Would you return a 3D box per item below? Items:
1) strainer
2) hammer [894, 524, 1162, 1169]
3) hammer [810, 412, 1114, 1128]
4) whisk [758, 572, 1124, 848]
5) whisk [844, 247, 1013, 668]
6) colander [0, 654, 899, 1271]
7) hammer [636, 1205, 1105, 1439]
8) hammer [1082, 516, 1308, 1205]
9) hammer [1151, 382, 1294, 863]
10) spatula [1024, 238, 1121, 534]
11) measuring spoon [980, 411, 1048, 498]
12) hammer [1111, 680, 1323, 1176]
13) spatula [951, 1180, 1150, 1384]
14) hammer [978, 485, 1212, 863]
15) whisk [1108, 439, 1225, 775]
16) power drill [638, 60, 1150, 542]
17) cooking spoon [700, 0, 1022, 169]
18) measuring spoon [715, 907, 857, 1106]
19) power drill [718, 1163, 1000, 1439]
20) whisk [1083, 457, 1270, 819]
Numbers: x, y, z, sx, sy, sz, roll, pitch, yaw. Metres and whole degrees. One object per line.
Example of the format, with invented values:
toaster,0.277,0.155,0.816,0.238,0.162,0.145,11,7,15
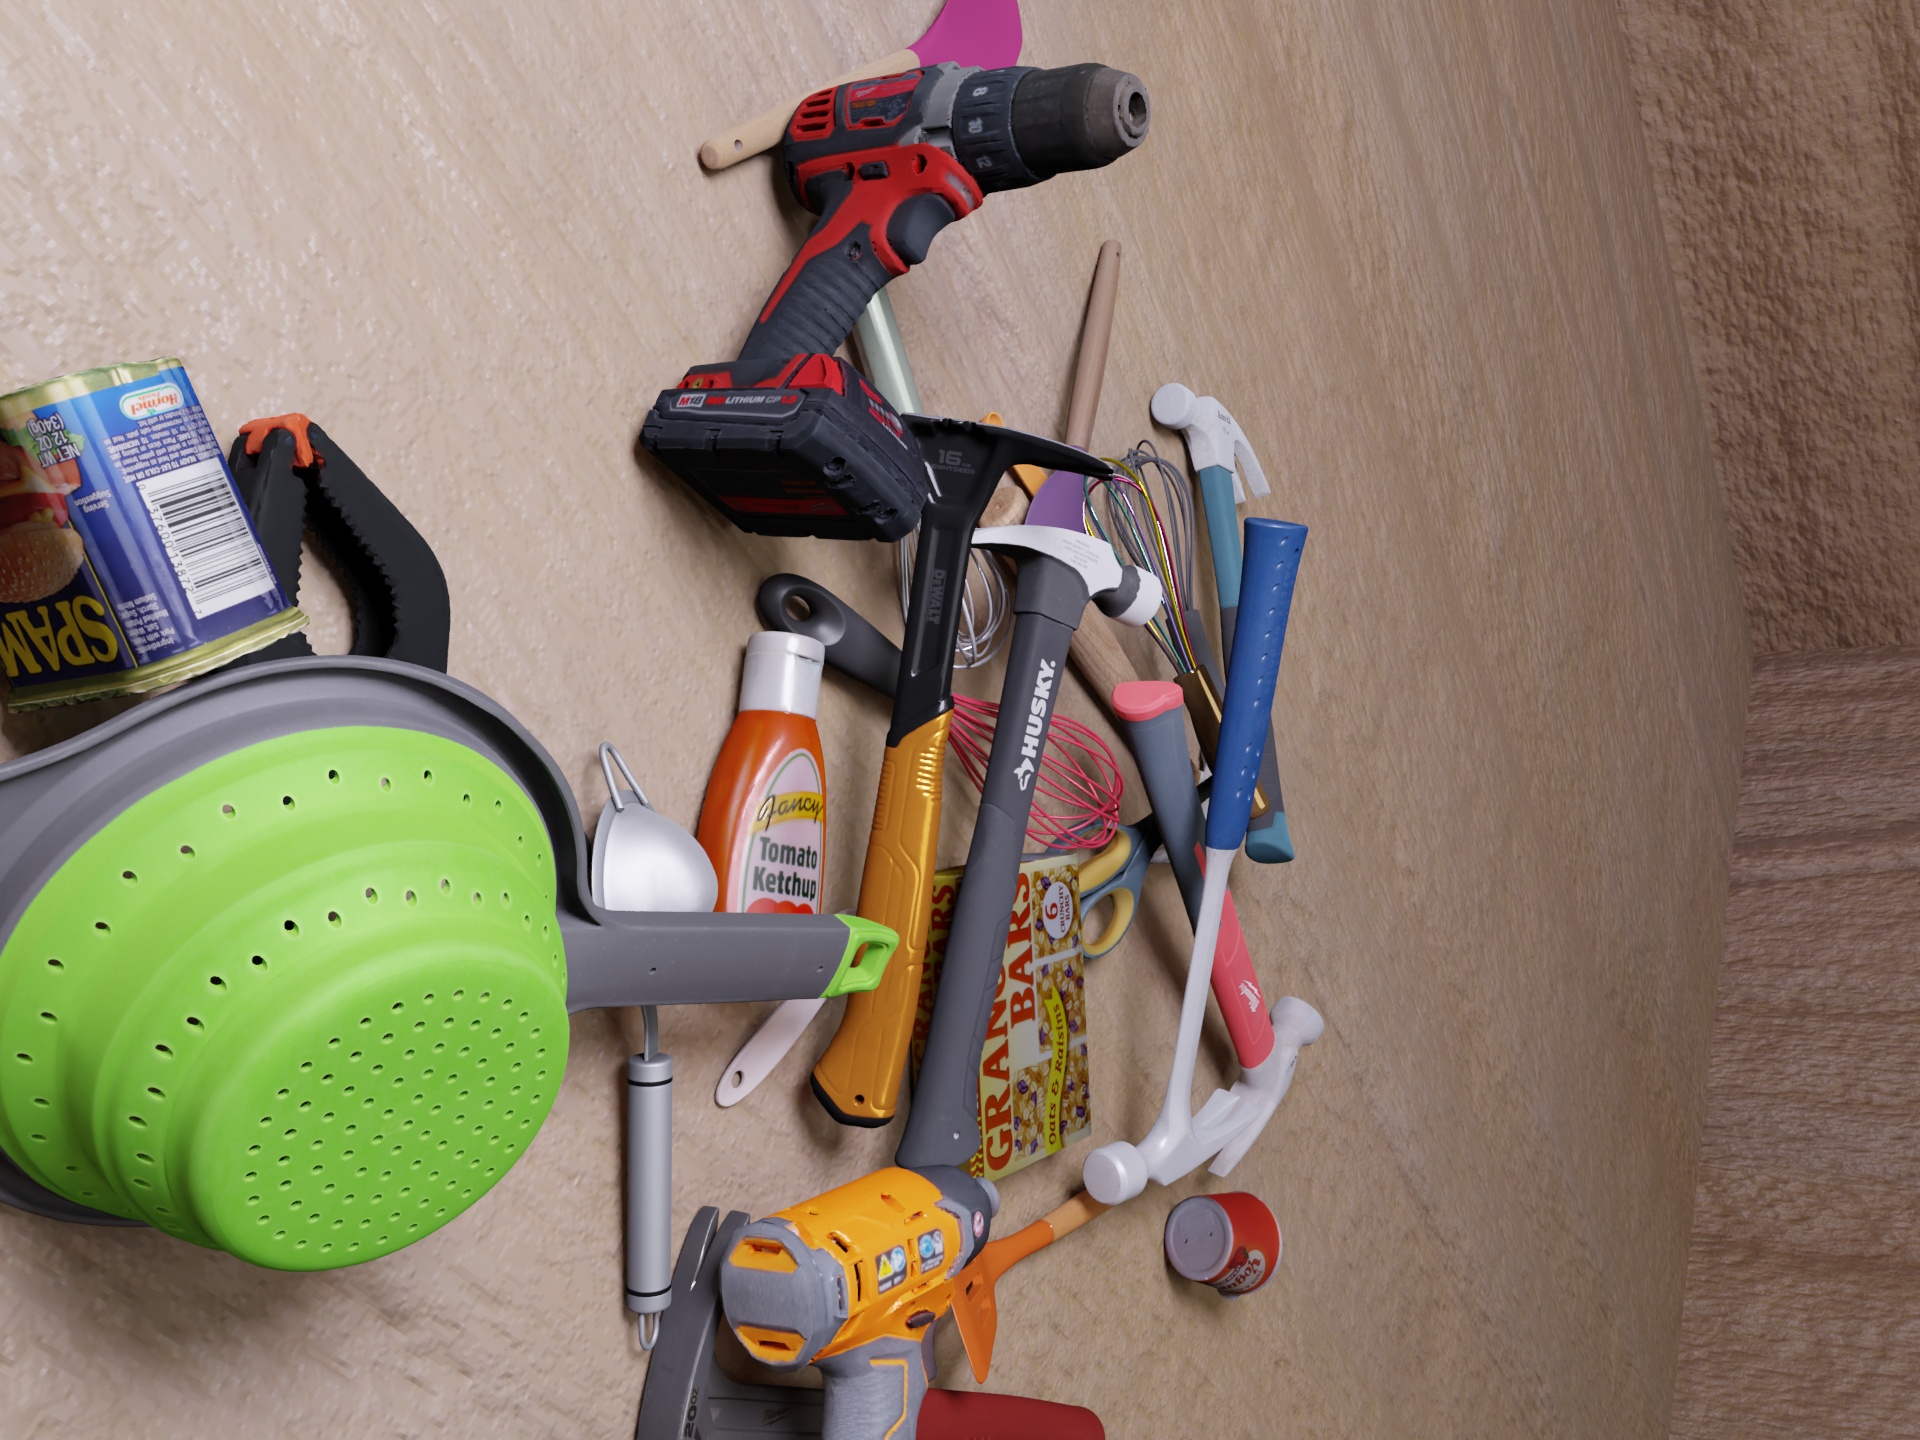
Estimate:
strainer,-0.128,0.138,0.669,0.087,0.050,0.258,-18,110,-78
hammer,0.015,0.061,0.810,0.146,0.035,0.335,20,79,-39
hammer,-0.015,0.026,0.754,0.034,0.127,0.337,-4,103,-87
whisk,-0.001,-0.003,0.851,0.295,0.073,0.073,34,61,-42
whisk,-0.027,-0.143,0.835,0.058,0.059,0.246,-104,177,-76
colander,-0.134,0.100,0.533,0.396,0.095,0.204,10,109,-51
hammer,-0.026,0.347,0.808,0.358,0.037,0.149,34,61,-49
hammer,0.156,0.084,0.944,0.144,0.035,0.405,-5,107,-46
hammer,0.194,-0.065,1.115,0.128,0.033,0.331,8,73,-57
spatula,0.072,-0.183,0.966,0.059,0.018,0.316,44,46,-40
measuring spoon,0.040,-0.146,0.959,0.116,0.011,0.021,44,52,-49
hammer,0.152,0.133,1.014,0.143,0.038,0.385,-49,135,-28
spatula,0.069,0.295,0.942,0.322,0.041,0.081,-5,74,-57
hammer,0.099,-0.021,1.015,0.331,0.031,0.130,52,48,-40
whisk,0.146,-0.068,1.030,0.055,0.055,0.239,-7,80,-55
power drill,-0.026,-0.195,0.703,0.080,0.188,0.227,40,65,-48
cooking spoon,-0.041,-0.344,0.846,0.319,0.017,0.068,-48,134,-45
measuring spoon,-0.082,0.137,0.765,0.124,0.018,0.034,-49,126,-37
power drill,-0.025,0.317,0.715,0.164,0.084,0.226,-3,86,-55
whisk,0.134,-0.051,0.987,0.245,0.047,0.051,64,18,-2
